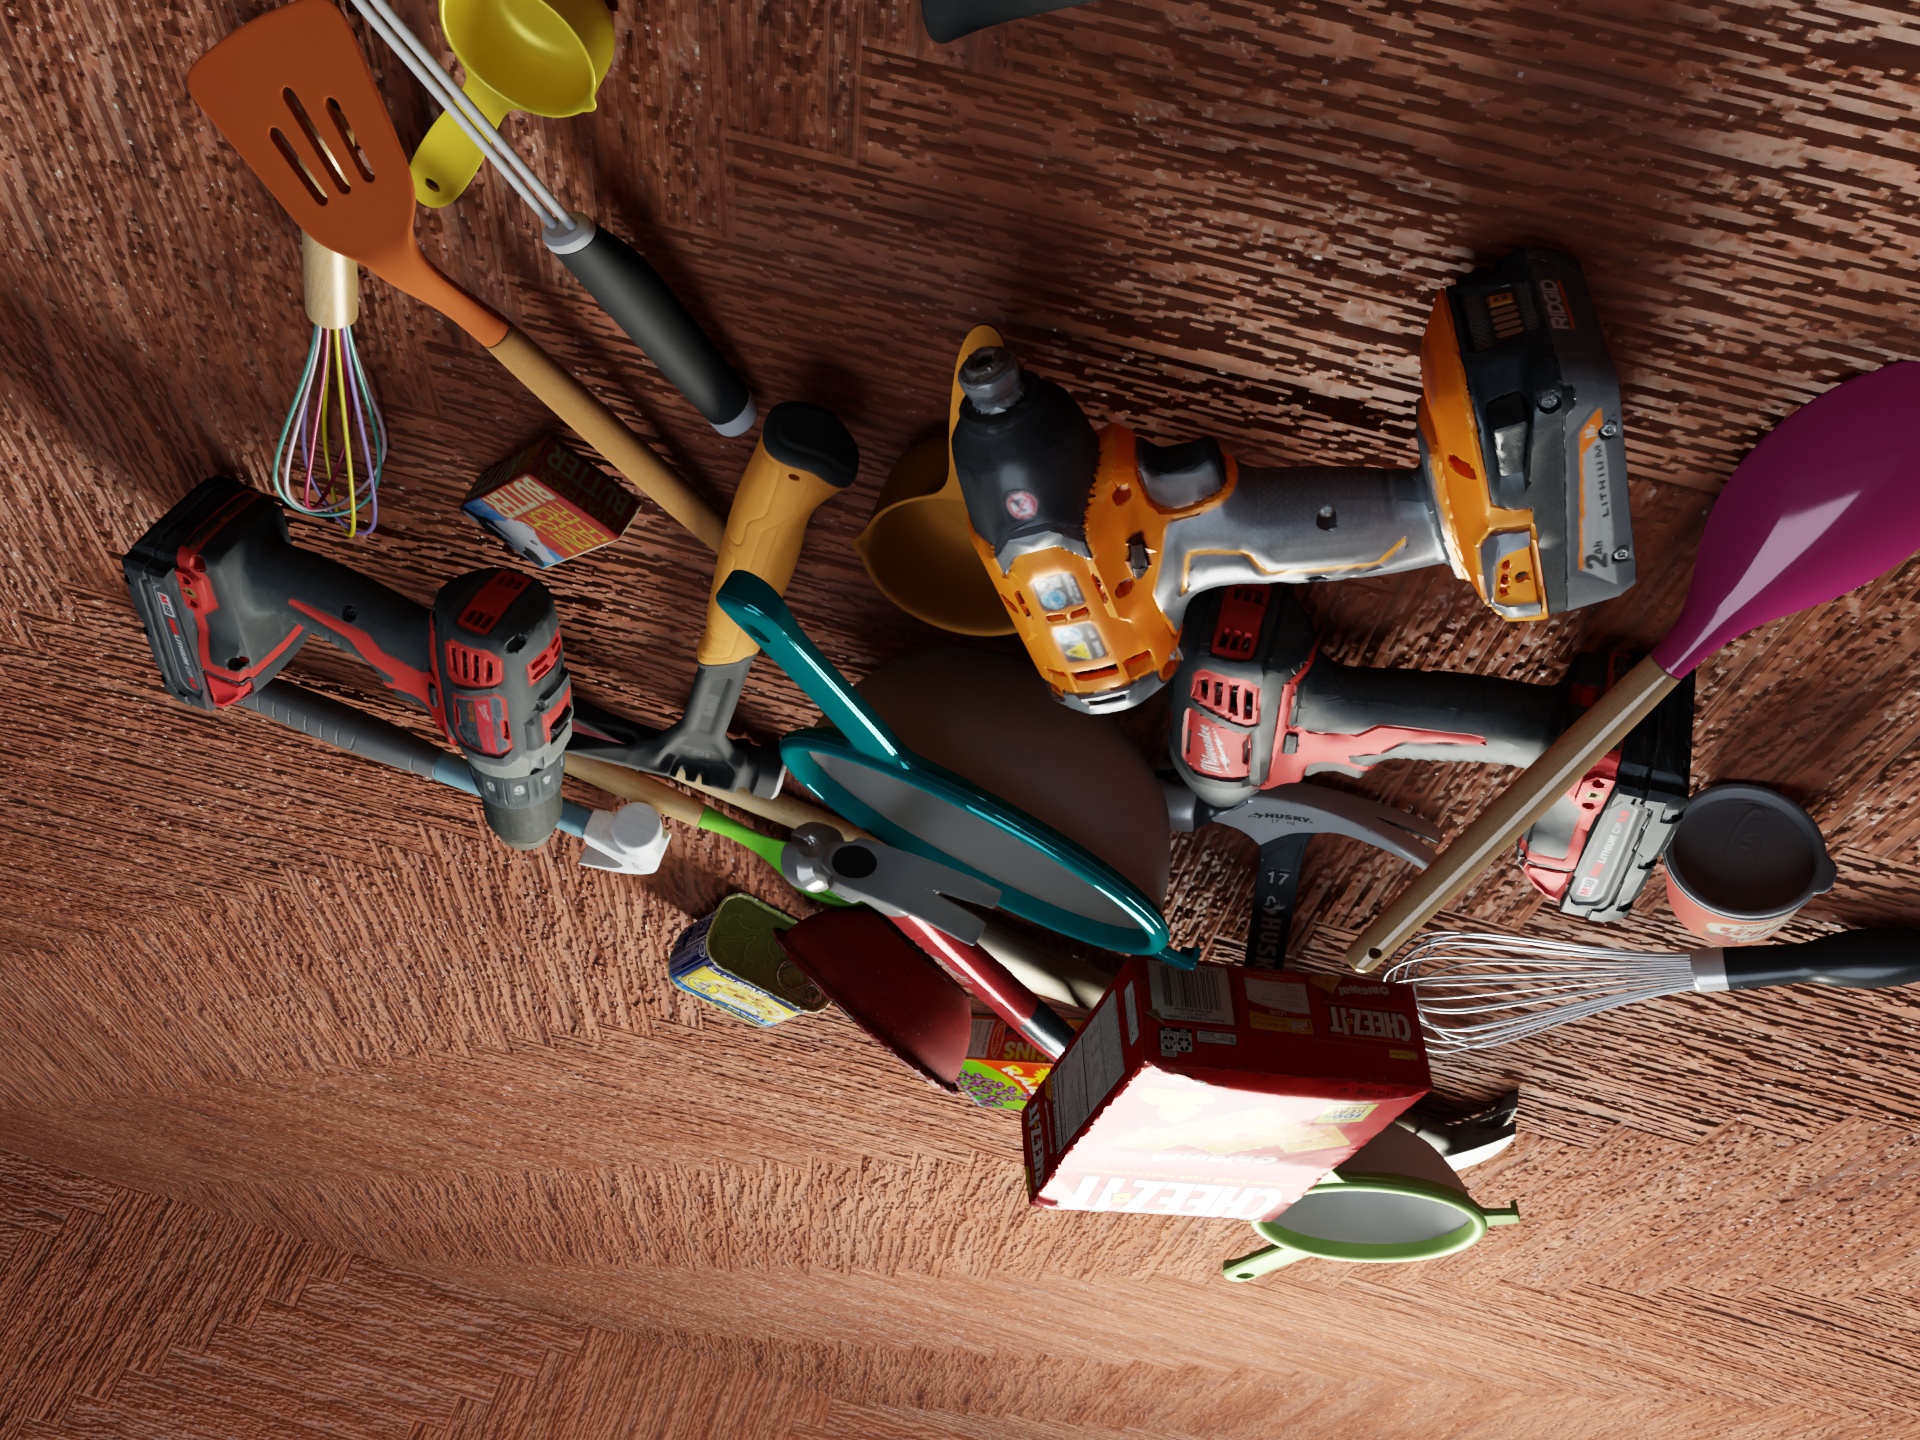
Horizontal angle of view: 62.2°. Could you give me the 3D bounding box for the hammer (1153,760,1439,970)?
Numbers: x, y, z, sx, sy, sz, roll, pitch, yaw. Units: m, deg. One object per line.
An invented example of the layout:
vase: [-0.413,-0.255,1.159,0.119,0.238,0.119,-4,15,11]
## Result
hammer: [0.183,0.172,0.953,0.149,0.036,0.408,7,139,11]

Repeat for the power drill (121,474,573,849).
power drill: [-0.314,-0.023,0.858,0.227,0.080,0.187,18,138,8]

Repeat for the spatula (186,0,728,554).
spatula: [-0.176,-0.155,0.673,0.081,0.041,0.322,-12,146,28]

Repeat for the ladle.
ladle: [-0.168,0.028,0.953,0.315,0.031,0.069,24,142,-13]

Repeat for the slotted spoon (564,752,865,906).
slotted spoon: [-0.186,0.050,0.994,0.313,0.031,0.070,25,149,-9]

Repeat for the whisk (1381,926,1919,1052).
whisk: [0.363,0.135,0.844,0.284,0.070,0.070,-9,139,27]

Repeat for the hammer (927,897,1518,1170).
hammer: [0.167,0.209,1.055,0.410,0.038,0.146,25,144,-12]

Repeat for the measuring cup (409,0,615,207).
measuring cup: [-0.173,-0.232,0.587,0.062,0.029,0.156,33,155,-25]

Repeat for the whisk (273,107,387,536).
whisk: [-0.282,-0.168,0.710,0.051,0.047,0.244,11,144,-12]

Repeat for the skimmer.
skimmer: [-0.187,-0.185,0.541,0.127,0.090,0.362,22,166,34]

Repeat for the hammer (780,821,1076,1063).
hammer: [0.048,0.180,0.967,0.143,0.038,0.385,14,157,41]

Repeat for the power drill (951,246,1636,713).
power drill: [0.112,-0.088,0.570,0.226,0.084,0.164,-12,138,18]

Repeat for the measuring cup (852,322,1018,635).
measuring cup: [0.009,-0.108,0.653,0.095,0.052,0.173,14,144,5]

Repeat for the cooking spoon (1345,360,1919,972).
cooking spoon: [0.255,-0.003,0.615,0.068,0.017,0.318,35,121,-3]

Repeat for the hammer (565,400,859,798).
hammer: [-0.118,-0.049,0.780,0.127,0.034,0.336,14,151,-12]

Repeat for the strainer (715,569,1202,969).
strainer: [-0.001,-0.002,0.733,0.211,0.095,0.340,19,162,33]

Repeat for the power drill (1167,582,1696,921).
power drill: [0.202,0.013,0.722,0.220,0.079,0.143,13,145,13]

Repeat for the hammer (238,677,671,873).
hammer: [-0.338,0.022,0.997,0.331,0.033,0.128,22,162,0]

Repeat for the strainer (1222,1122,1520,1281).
strainer: [0.247,0.326,1.087,0.151,0.069,0.256,17,146,-13]

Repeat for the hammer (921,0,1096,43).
hammer: [0.141,-0.228,0.432,0.335,0.035,0.146,0,142,25]
